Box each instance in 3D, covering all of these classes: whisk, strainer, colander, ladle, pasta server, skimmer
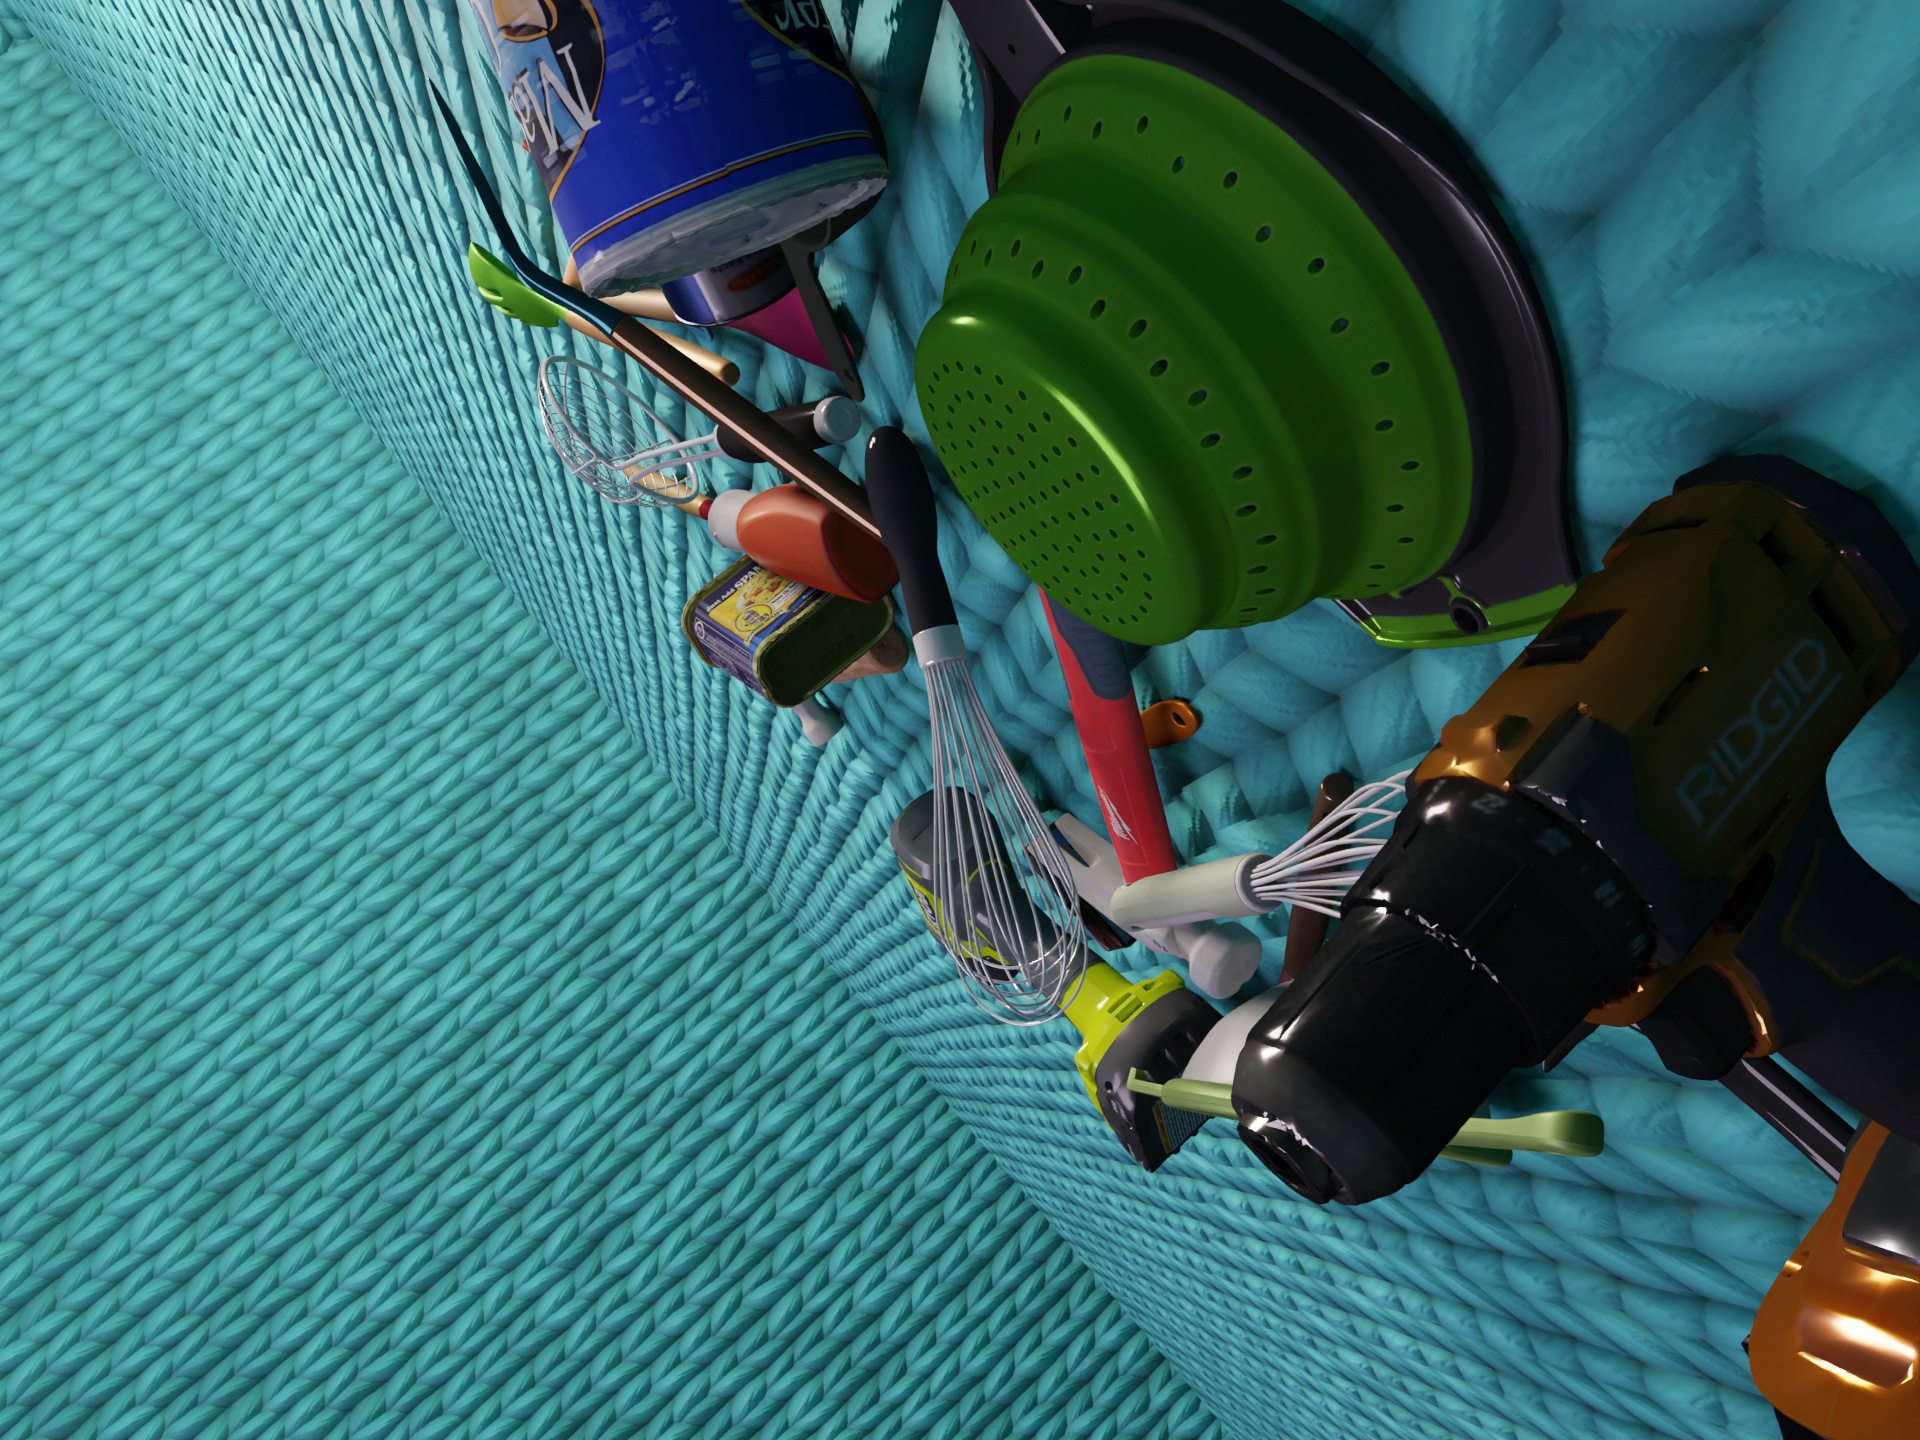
[{"bbox_3d":[-0.002,-0.002,0.723,0.070,0.070,0.285,122,134,-75],"label":"whisk"},{"bbox_3d":[0.180,0.140,0.653,0.151,0.069,0.256,13,165,-11],"label":"strainer"},{"bbox_3d":[0.005,-0.152,0.429,0.397,0.094,0.204,52,165,-9],"label":"colander"},{"bbox_3d":[0.124,0.064,0.630,0.246,0.057,0.059,153,112,-64],"label":"whisk"},{"bbox_3d":[-0.186,-0.151,1.121,0.069,0.031,0.316,36,177,-33],"label":"ladle"},{"bbox_3d":[0.159,0.112,0.745,0.060,0.040,0.316,14,152,15],"label":"pasta server"},{"bbox_3d":[-0.147,-0.180,0.923,0.127,0.090,0.363,37,162,-30],"label":"skimmer"}]

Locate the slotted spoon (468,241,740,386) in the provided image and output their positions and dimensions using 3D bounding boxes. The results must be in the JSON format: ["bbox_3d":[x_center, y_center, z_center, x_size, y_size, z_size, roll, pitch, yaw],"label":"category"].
[{"bbox_3d":[-0.215,-0.234,0.931,0.314,0.031,0.070,30,172,45],"label":"slotted spoon"}]

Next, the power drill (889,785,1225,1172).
[{"bbox_3d":[0.058,0.158,0.958,0.229,0.080,0.190,41,163,33],"label":"power drill"}]

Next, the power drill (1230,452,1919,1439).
[{"bbox_3d":[0.176,0.083,0.346,0.226,0.185,0.084,50,164,-12],"label":"power drill"}]

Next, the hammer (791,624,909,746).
[{"bbox_3d":[-0.098,-0.043,1.126,0.130,0.031,0.331,52,165,-10],"label":"hammer"}]

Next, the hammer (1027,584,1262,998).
[{"bbox_3d":[0.051,-0.020,0.703,0.143,0.038,0.385,36,158,38],"label":"hammer"}]

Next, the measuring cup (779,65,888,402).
[{"bbox_3d":[-0.050,-0.190,0.614,0.083,0.038,0.167,41,165,30],"label":"measuring cup"}]

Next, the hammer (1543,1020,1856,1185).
[{"bbox_3d":[0.323,0.189,0.464,0.337,0.034,0.127,44,164,20],"label":"hammer"}]

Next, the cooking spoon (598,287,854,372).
[{"bbox_3d":[-0.135,-0.215,0.832,0.068,0.017,0.319,53,166,-31],"label":"cooking spoon"}]

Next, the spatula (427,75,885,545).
[{"bbox_3d":[-0.136,-0.182,0.765,0.317,0.044,0.082,37,173,0],"label":"spatula"}]

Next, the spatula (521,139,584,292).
[{"bbox_3d":[-0.204,-0.262,0.873,0.081,0.041,0.323,28,173,-17],"label":"spatula"}]

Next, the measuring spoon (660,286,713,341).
[{"bbox_3d":[-0.130,-0.210,0.759,0.042,0.021,0.128,31,176,3],"label":"measuring spoon"}]

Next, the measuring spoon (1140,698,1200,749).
[{"bbox_3d":[0.087,0.007,0.746,0.021,0.011,0.117,50,165,-1],"label":"measuring spoon"}]
